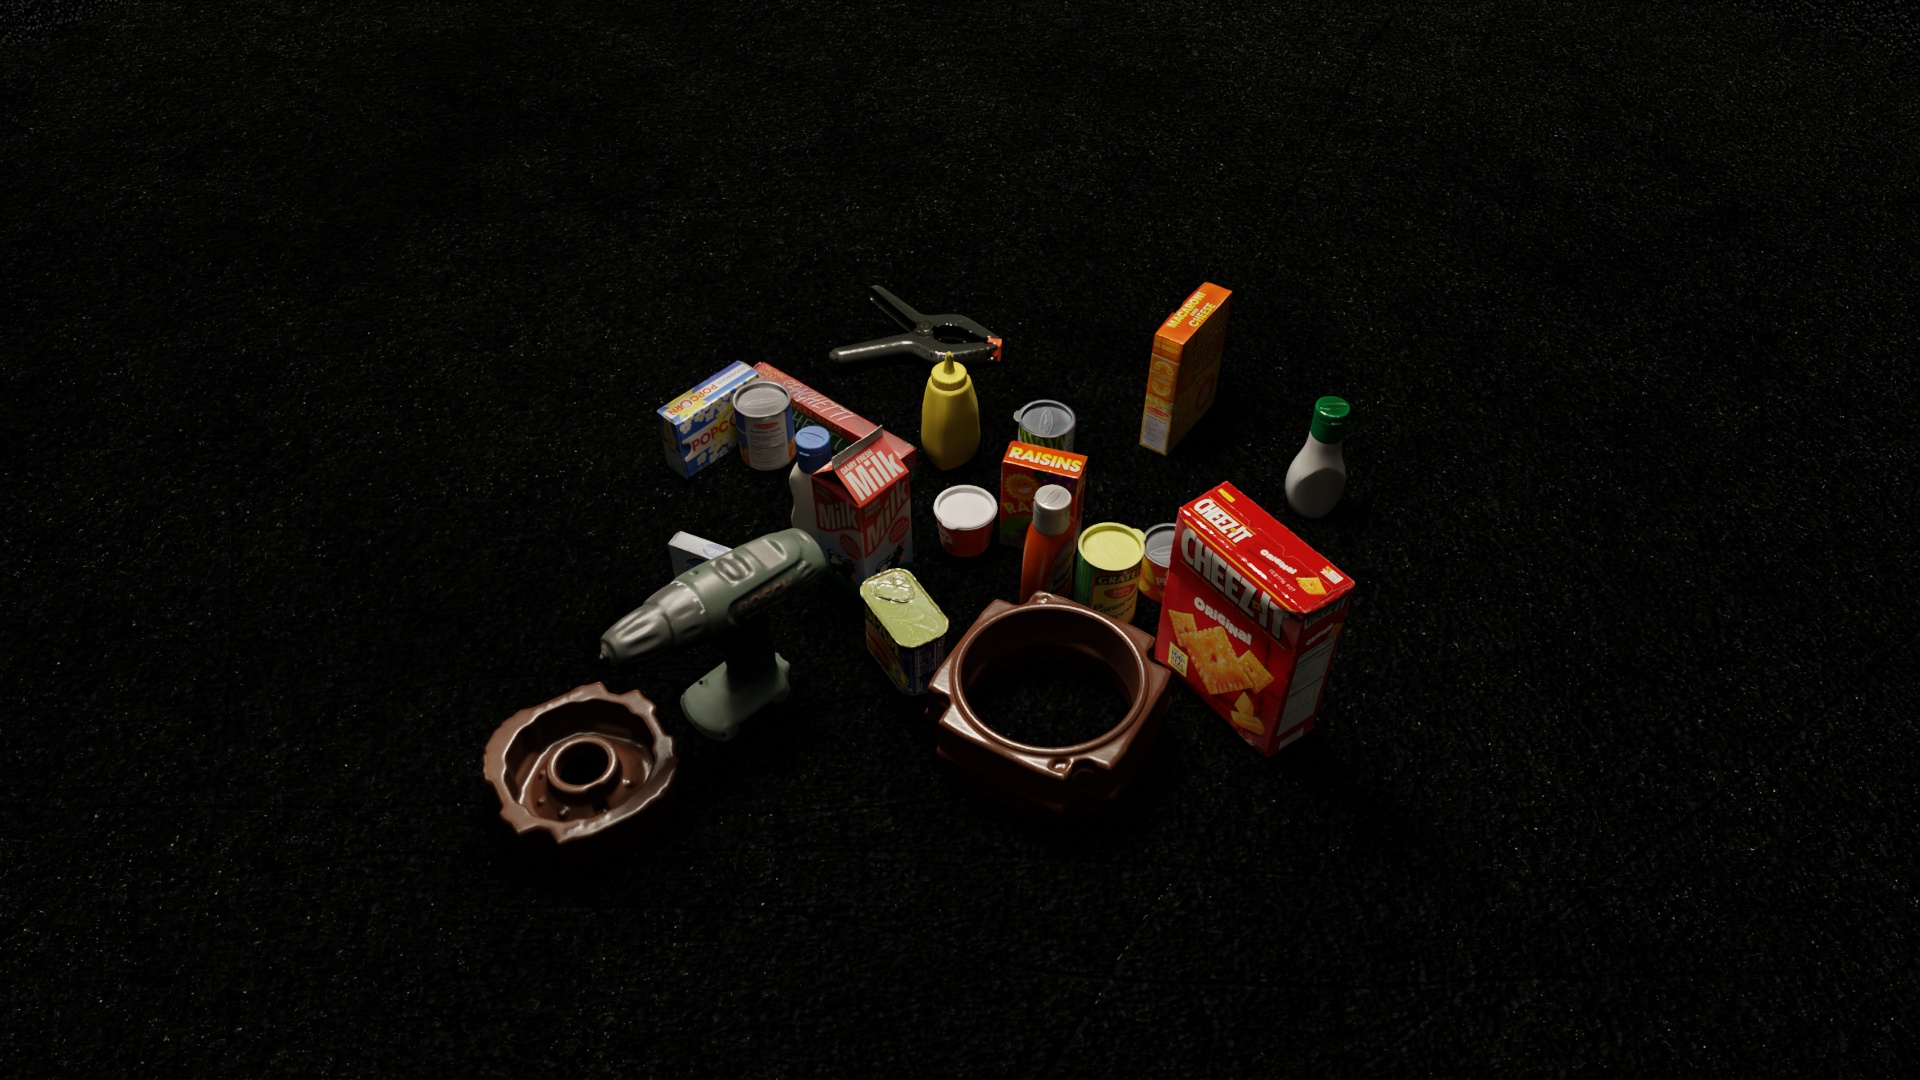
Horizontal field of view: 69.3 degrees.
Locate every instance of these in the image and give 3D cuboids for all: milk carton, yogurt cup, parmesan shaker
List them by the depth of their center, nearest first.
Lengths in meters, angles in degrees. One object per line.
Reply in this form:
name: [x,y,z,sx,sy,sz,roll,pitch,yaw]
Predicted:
parmesan shaker: [0.153,0.040,1.420,0.071,0.102,0.072,0,45,0]
milk carton: [-0.101,-0.030,1.427,0.073,0.189,0.073,32,53,28]
yogurt cup: [0.005,-0.019,1.513,0.072,0.053,0.073,0,45,0]

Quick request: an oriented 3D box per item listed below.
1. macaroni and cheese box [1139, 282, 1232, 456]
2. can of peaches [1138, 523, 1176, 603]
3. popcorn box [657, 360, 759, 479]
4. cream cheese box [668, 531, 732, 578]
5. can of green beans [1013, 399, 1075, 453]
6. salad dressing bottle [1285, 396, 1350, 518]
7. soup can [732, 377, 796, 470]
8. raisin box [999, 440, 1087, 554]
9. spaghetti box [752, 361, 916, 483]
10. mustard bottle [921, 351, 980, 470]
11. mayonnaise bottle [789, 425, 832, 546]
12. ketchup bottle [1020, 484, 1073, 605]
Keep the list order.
macaroni and cheese box: [0.261,-0.199,1.615,0.040,0.165,0.124,26,50,23]
can of peaches: [0.221,0.027,1.466,0.071,0.057,0.071,0,45,0]
popcorn box: [-0.287,-0.141,1.610,0.038,0.084,0.127,32,53,28]
cream cheese box: [-0.255,0.030,1.462,0.104,0.053,0.024,18,48,17]
can of green beans: [0.099,-0.120,1.612,0.071,0.057,0.071,0,45,0]
salad dressing bottle: [0.395,-0.091,1.521,0.064,0.146,0.044,-4,45,-4]
soup can: [-0.226,-0.134,1.605,0.071,0.083,0.072,0,45,0]
raisin box: [0.088,-0.043,1.488,0.086,0.122,0.040,14,47,13]
spaghetti box: [-0.154,-0.137,1.632,0.250,0.049,0.029,30,52,27]
mustard bottle: [-0.011,-0.153,1.572,0.065,0.159,0.049,-26,51,-24]
mayonnaise bottle: [-0.152,-0.055,1.482,0.065,0.147,0.041,18,48,17]
ketchup bottle: [0.090,0.008,1.419,0.043,0.148,0.065,28,51,25]
